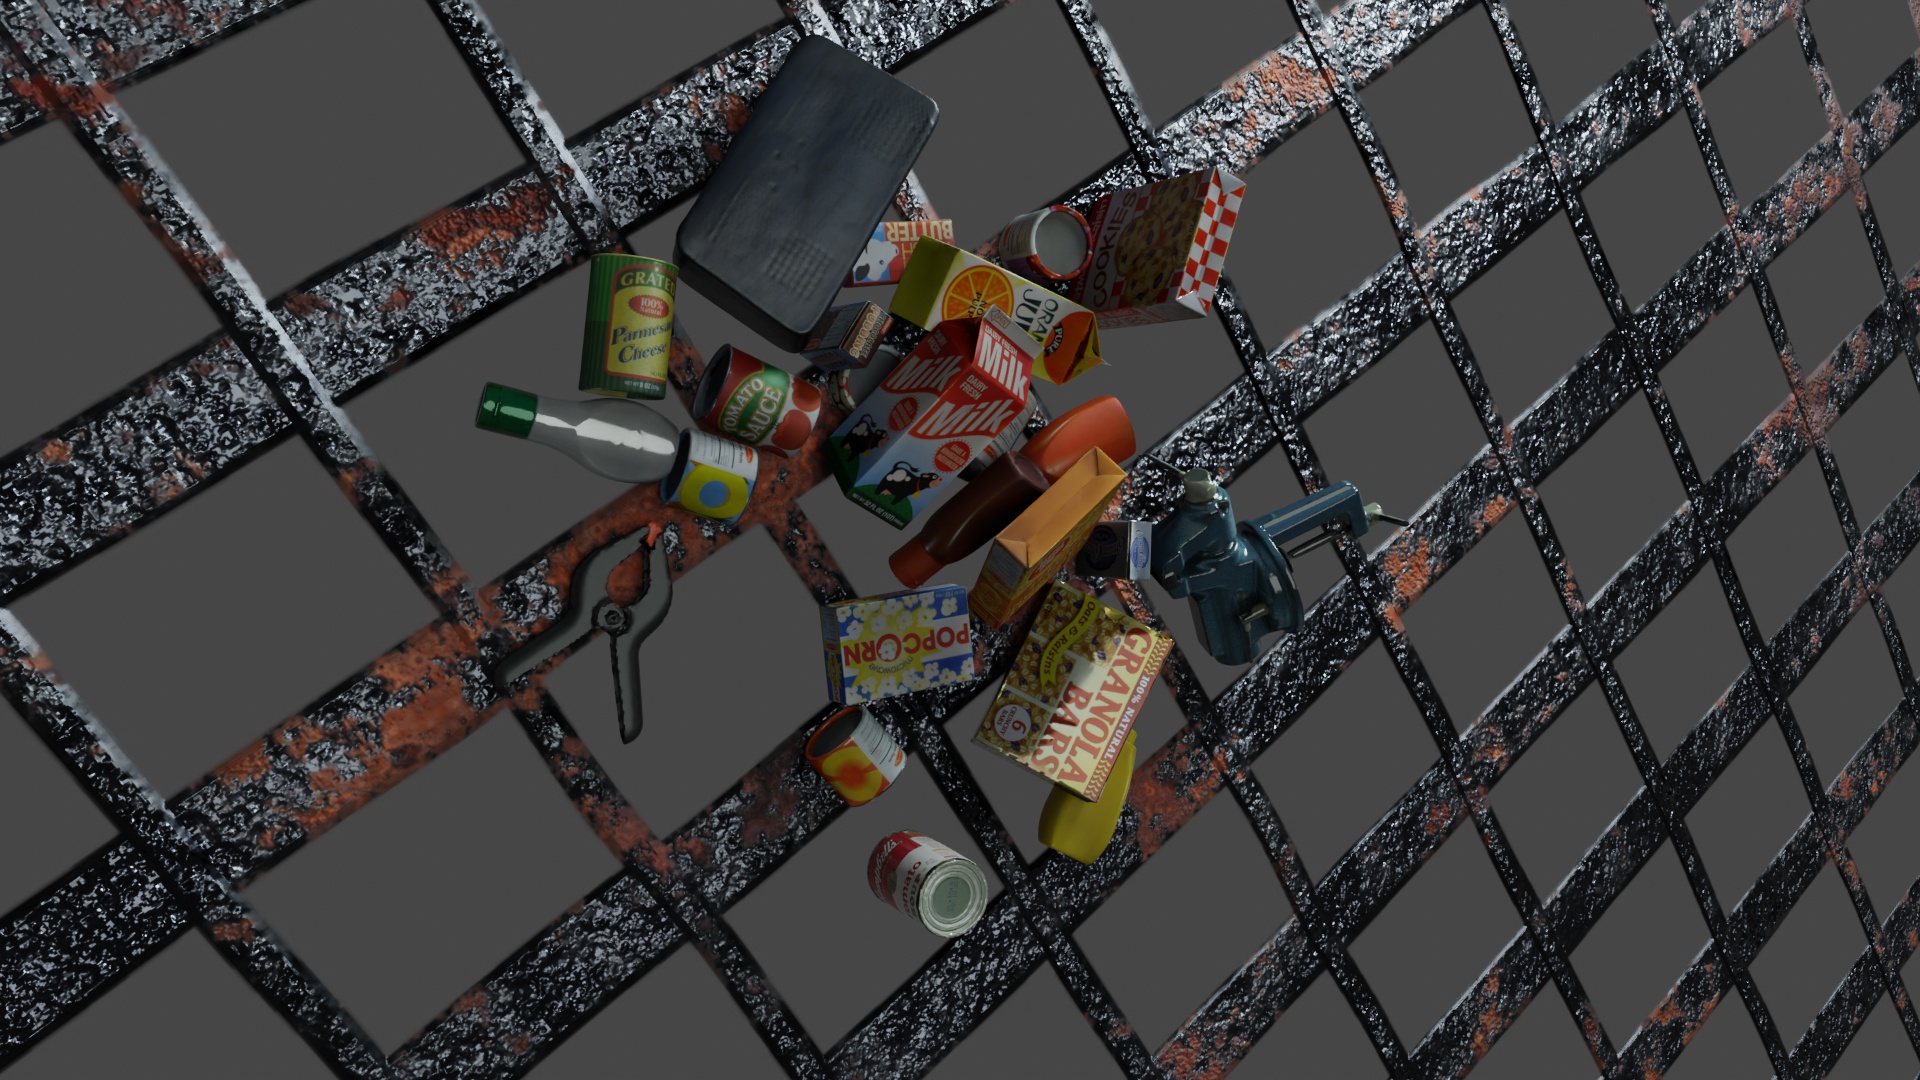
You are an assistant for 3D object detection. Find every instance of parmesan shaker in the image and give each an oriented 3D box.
[{"bbox_3d":[-0.253,-0.162,1.069,0.071,0.071,0.103,5,90,-28],"label":"parmesan shaker"}]

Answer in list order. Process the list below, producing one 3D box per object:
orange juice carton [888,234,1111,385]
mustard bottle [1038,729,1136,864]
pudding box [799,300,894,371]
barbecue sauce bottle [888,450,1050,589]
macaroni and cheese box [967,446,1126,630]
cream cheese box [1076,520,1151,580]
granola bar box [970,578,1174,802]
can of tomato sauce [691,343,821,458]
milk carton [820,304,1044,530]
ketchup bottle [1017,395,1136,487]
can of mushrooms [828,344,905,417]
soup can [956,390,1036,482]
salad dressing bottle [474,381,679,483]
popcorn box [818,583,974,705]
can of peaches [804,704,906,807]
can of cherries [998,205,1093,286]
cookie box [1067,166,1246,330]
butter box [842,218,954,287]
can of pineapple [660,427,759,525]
[{"bbox_3d":[0.043,-0.192,1.204,0.193,0.072,0.073,18,101,-35],"label":"orange juice carton"},{"bbox_3d":[0.128,0.218,1.294,0.065,0.049,0.160,30,78,-20],"label":"mustard bottle"},{"bbox_3d":[-0.094,-0.168,1.142,0.030,0.083,0.050,35,76,-28],"label":"pudding box"},{"bbox_3d":[0.004,-0.015,1.180,0.148,0.044,0.065,-39,153,18],"label":"barbecue sauce bottle"},{"bbox_3d":[0.071,0.001,1.192,0.040,0.165,0.124,44,69,9],"label":"macaroni and cheese box"},{"bbox_3d":[0.138,0.008,1.260,0.024,0.103,0.053,3,90,-21],"label":"cream cheese box"},{"bbox_3d":[0.102,0.136,1.256,0.124,0.039,0.166,28,78,-1],"label":"granola bar box"},{"bbox_3d":[-0.163,-0.110,1.115,0.083,0.071,0.071,24,81,-27],"label":"can of tomato sauce"},{"bbox_3d":[-0.018,-0.107,1.134,0.190,0.074,0.072,-44,133,14],"label":"milk carton"},{"bbox_3d":[0.089,-0.077,1.264,0.149,0.043,0.064,-27,104,-24],"label":"ketchup bottle"},{"bbox_3d":[-0.075,-0.131,1.182,0.071,0.033,0.071,-1,92,-28],"label":"can of mushrooms"},{"bbox_3d":[0.017,-0.100,1.213,0.071,0.071,0.084,39,70,-24],"label":"soup can"},{"bbox_3d":[-0.292,-0.085,1.064,0.148,0.044,0.064,15,92,-26],"label":"salad dressing bottle"},{"bbox_3d":[-0.053,0.088,1.199,0.127,0.038,0.085,-8,96,-27],"label":"popcorn box"},{"bbox_3d":[-0.091,0.182,1.169,0.071,0.071,0.058,-45,111,-19],"label":"can of peaches"},{"bbox_3d":[0.079,-0.262,1.243,0.071,0.058,0.071,-1,93,-27],"label":"can of cherries"},{"bbox_3d":[0.166,-0.254,1.229,0.040,0.167,0.123,21,83,-30],"label":"cookie box"},{"bbox_3d":[-0.053,-0.247,1.193,0.104,0.024,0.053,-9,95,-27],"label":"butter box"},{"bbox_3d":[-0.200,-0.049,1.101,0.058,0.071,0.071,18,84,-27],"label":"can of pineapple"}]
